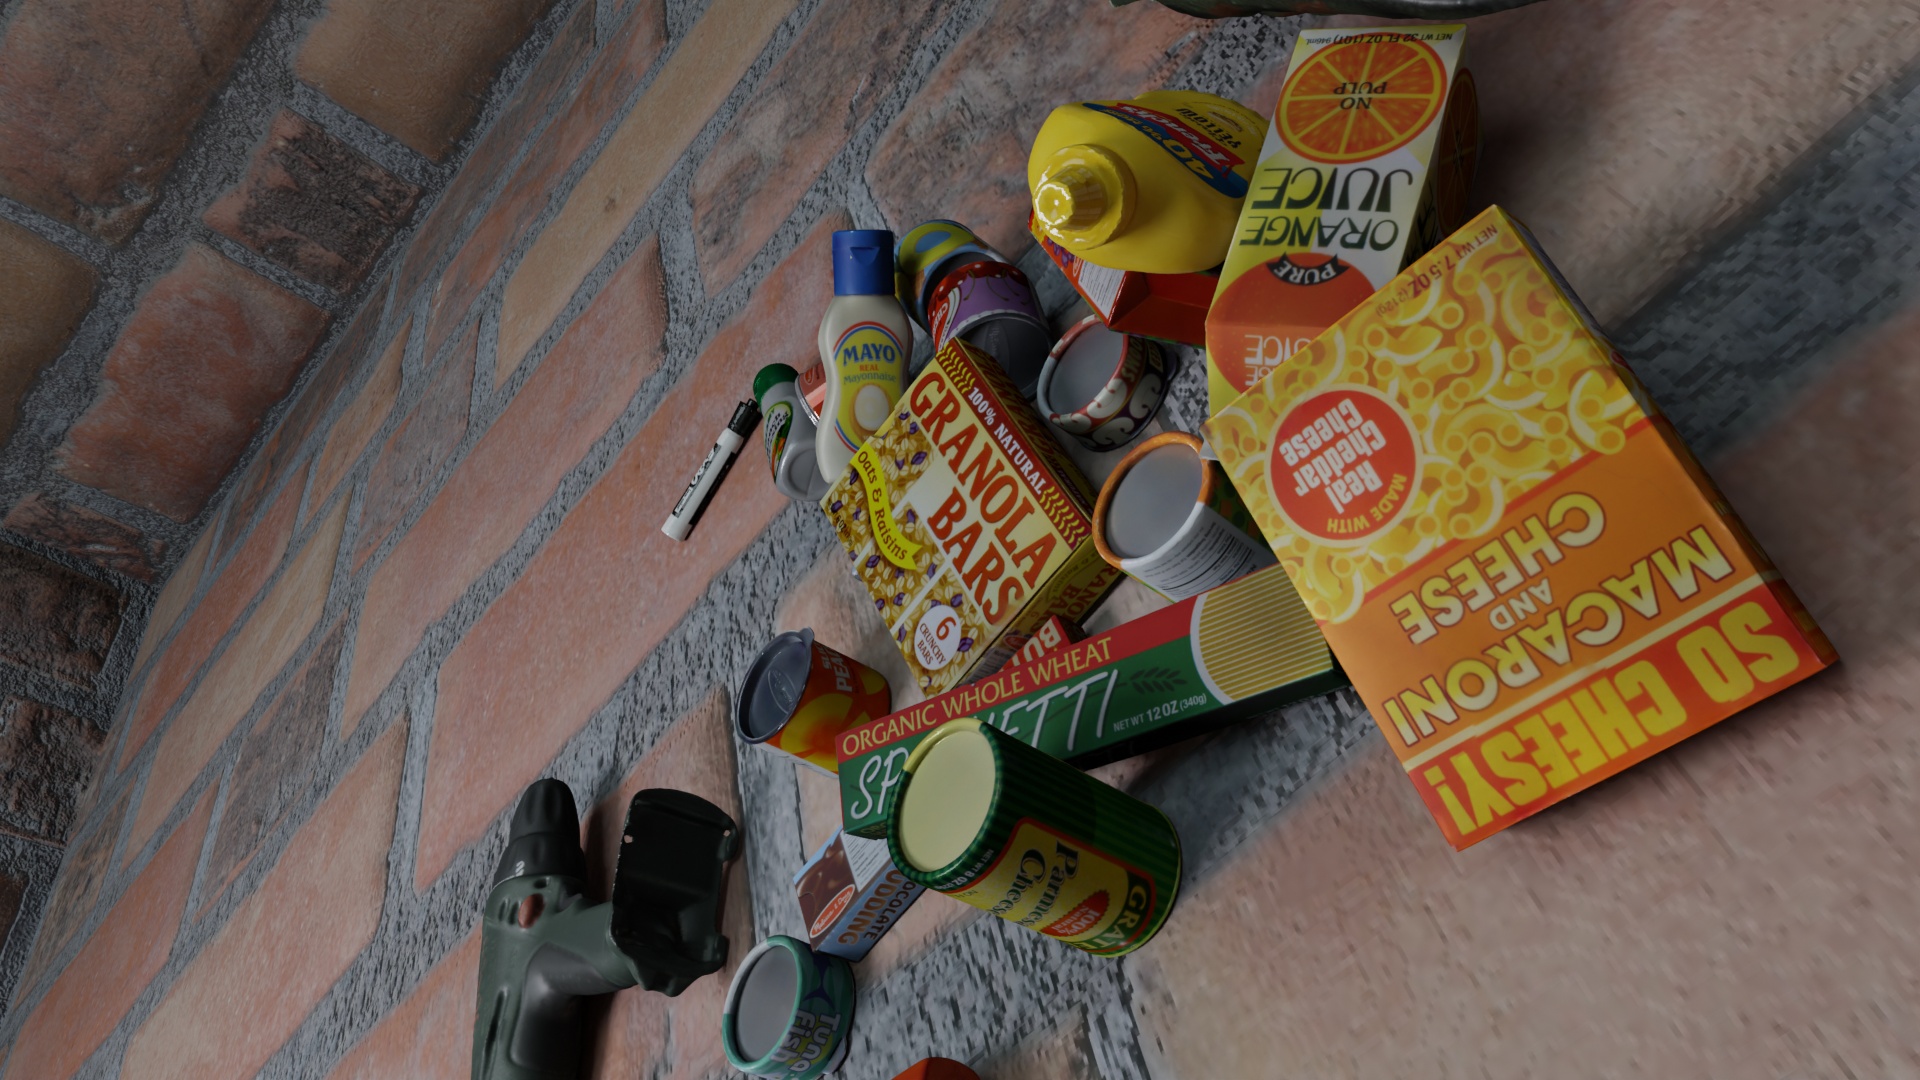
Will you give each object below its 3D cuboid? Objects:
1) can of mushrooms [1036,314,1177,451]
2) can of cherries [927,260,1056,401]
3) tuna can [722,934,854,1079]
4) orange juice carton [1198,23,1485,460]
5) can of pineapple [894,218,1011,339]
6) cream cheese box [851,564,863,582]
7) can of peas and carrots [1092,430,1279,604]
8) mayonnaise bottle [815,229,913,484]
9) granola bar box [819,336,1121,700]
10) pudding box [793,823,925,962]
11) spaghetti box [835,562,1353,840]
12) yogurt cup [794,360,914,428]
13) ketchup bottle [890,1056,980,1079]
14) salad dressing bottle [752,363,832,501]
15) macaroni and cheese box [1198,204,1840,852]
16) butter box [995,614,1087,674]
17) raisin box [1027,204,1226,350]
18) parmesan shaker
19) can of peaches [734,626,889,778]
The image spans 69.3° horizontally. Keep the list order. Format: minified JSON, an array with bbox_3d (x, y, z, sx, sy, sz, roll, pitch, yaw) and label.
[{"bbox_3d":[0.075,-0.084,0.717,0.070,0.033,0.071,-34,40,34],"label":"can of mushrooms"},{"bbox_3d":[0.015,-0.117,0.788,0.071,0.071,0.059,-42,36,25],"label":"can of cherries"},{"bbox_3d":[-0.084,0.230,0.677,0.071,0.033,0.071,-33,41,35],"label":"tuna can"},{"bbox_3d":[0.157,-0.113,0.573,0.072,0.073,0.193,9,69,30],"label":"orange juice carton"},{"bbox_3d":[-0.007,-0.156,0.850,0.071,0.071,0.058,-53,34,9],"label":"can of pineapple"},{"bbox_3d":[-0.020,-0.015,0.795,0.103,0.024,0.053,-29,43,38],"label":"cream cheese box"},{"bbox_3d":[0.099,-0.007,0.601,0.070,0.058,0.071,-32,41,34],"label":"can of peas and carrots"},{"bbox_3d":[-0.056,-0.108,0.823,0.041,0.065,0.147,-131,39,-79],"label":"mayonnaise bottle"},{"bbox_3d":[0.003,-0.009,0.713,0.124,0.039,0.166,-50,46,19],"label":"granola bar box"},{"bbox_3d":[-0.043,0.160,0.682,0.083,0.030,0.050,-50,35,14],"label":"pudding box"},{"bbox_3d":[0.046,0.074,0.595,0.249,0.028,0.050,-24,60,30],"label":"spaghetti box"},{"bbox_3d":[-0.063,-0.093,0.881,0.054,0.072,0.073,-37,38,17],"label":"yogurt cup"},{"bbox_3d":[-0.048,0.277,0.582,0.148,0.043,0.065,-42,36,25],"label":"ketchup bottle"},{"bbox_3d":[-0.113,-0.078,0.948,0.148,0.044,0.064,-120,42,-58],"label":"salad dressing bottle"},{"bbox_3d":[0.172,-0.003,0.450,0.123,0.040,0.167,-38,68,30],"label":"macaroni and cheese box"},{"bbox_3d":[0.026,0.088,0.652,0.103,0.024,0.053,-48,35,17],"label":"butter box"},{"bbox_3d":[0.093,-0.140,0.684,0.124,0.086,0.040,-115,38,-52],"label":"raisin box"},{"bbox_3d":[0.027,0.121,0.553,0.071,0.103,0.072,-33,42,35],"label":"parmesan shaker"},{"bbox_3d":[-0.080,0.089,0.761,0.071,0.058,0.071,-33,40,34],"label":"can of peaches"}]
